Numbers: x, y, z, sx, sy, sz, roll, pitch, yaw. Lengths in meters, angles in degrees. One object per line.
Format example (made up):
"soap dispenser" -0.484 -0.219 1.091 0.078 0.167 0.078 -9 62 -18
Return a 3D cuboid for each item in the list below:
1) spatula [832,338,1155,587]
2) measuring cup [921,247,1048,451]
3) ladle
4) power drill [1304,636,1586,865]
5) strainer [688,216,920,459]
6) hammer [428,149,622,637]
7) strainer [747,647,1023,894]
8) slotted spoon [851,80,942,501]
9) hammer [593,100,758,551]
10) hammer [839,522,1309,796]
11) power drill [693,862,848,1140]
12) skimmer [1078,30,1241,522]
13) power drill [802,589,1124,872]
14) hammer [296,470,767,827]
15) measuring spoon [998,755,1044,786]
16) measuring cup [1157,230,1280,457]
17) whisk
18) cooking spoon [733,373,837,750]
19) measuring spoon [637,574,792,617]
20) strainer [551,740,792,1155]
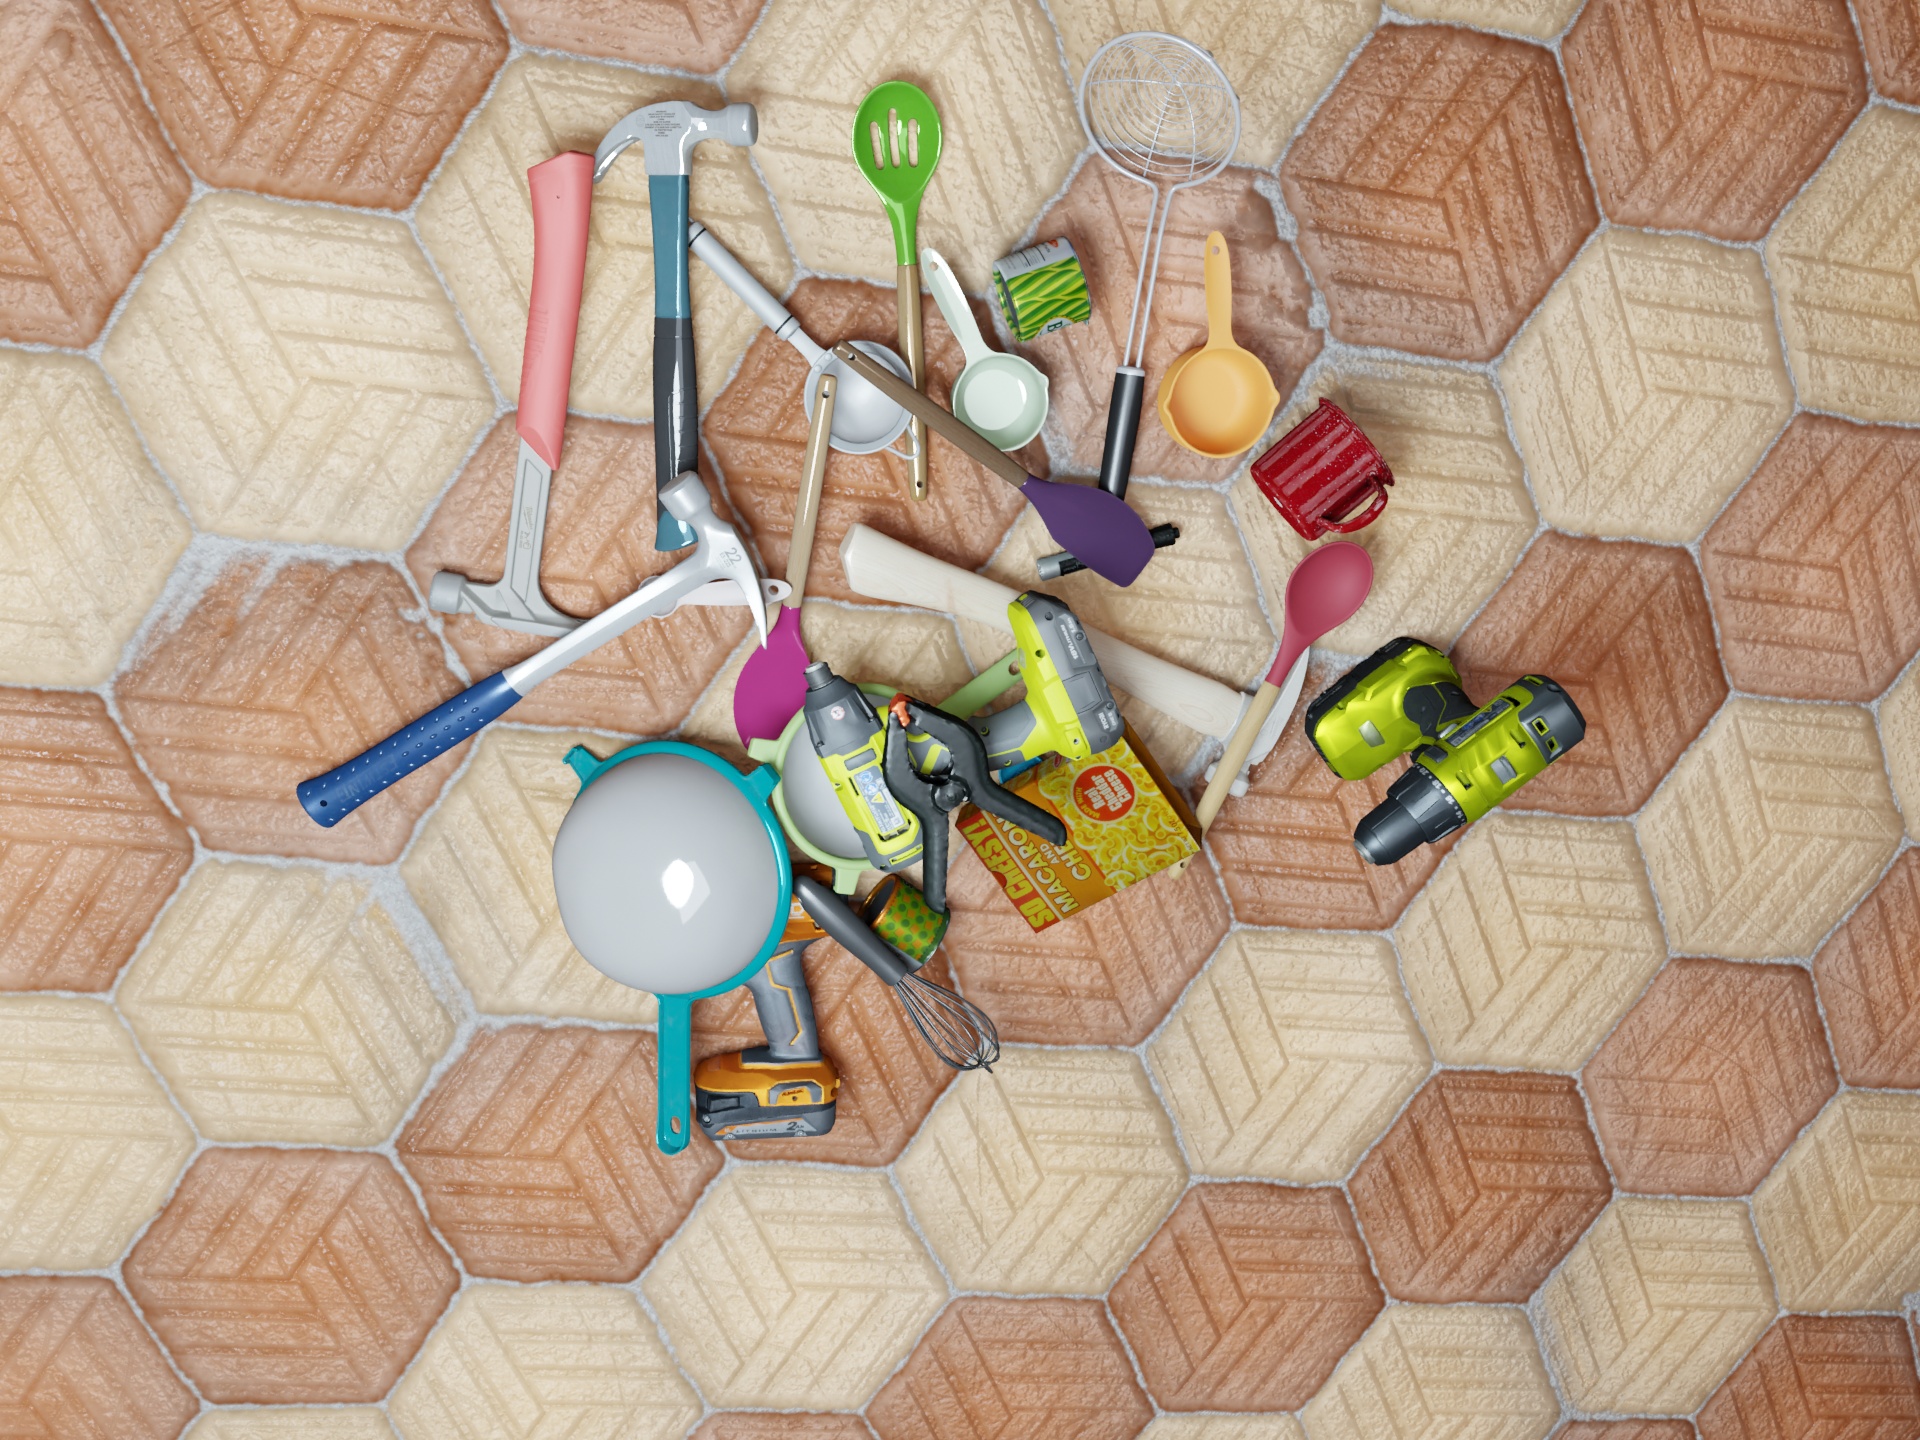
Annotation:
"spatula" 0.031 -0.203 1.241 0.315 0.018 0.060 31 100 -24
"measuring cup" 0.009 -0.290 1.243 0.083 0.038 0.167 -28 106 -1
"ladle" 0.249 -0.006 1.323 0.069 0.031 0.315 24 99 -16
"power drill" 0.368 0.022 1.283 0.190 0.229 0.080 -38 107 2
"strainer" -0.125 -0.296 1.219 0.258 0.050 0.087 44 97 -11
"hammer" -0.302 -0.237 1.189 0.149 0.037 0.359 9 110 -11
"strainer" -0.048 0.013 1.310 0.256 0.069 0.151 -36 107 -17
"slotted spoon" -0.042 -0.326 1.231 0.070 0.031 0.313 -6 108 -10
"hammer" -0.215 -0.289 1.196 0.128 0.033 0.331 5 109 9
"hammer" 0.095 -0.074 1.296 0.410 0.038 0.146 23 99 -20
"power drill" -0.177 0.230 1.331 0.164 0.084 0.226 0 100 -9
"skimmer" 0.132 -0.330 1.225 0.127 0.090 0.363 14 107 21
"power drill" -0.002 -0.004 1.232 0.223 0.080 0.171 -26 105 -3
"hammer" -0.334 -0.029 1.232 0.405 0.035 0.144 -31 114 8
"measuring spoon" 0.057 0.081 1.363 0.042 0.021 0.128 0 115 9
"measuring cup" 0.199 -0.297 1.265 0.095 0.052 0.173 -6 104 -8
"whisk" -0.052 0.209 1.298 0.055 0.055 0.238 -43 106 4
"cooking spoon" -0.129 -0.116 1.257 0.068 0.017 0.318 12 112 -1
"measuring spoon" -0.193 -0.102 1.259 0.124 0.018 0.034 -2 107 5
"strainer" -0.245 0.189 1.244 0.211 0.095 0.340 5 99 21
